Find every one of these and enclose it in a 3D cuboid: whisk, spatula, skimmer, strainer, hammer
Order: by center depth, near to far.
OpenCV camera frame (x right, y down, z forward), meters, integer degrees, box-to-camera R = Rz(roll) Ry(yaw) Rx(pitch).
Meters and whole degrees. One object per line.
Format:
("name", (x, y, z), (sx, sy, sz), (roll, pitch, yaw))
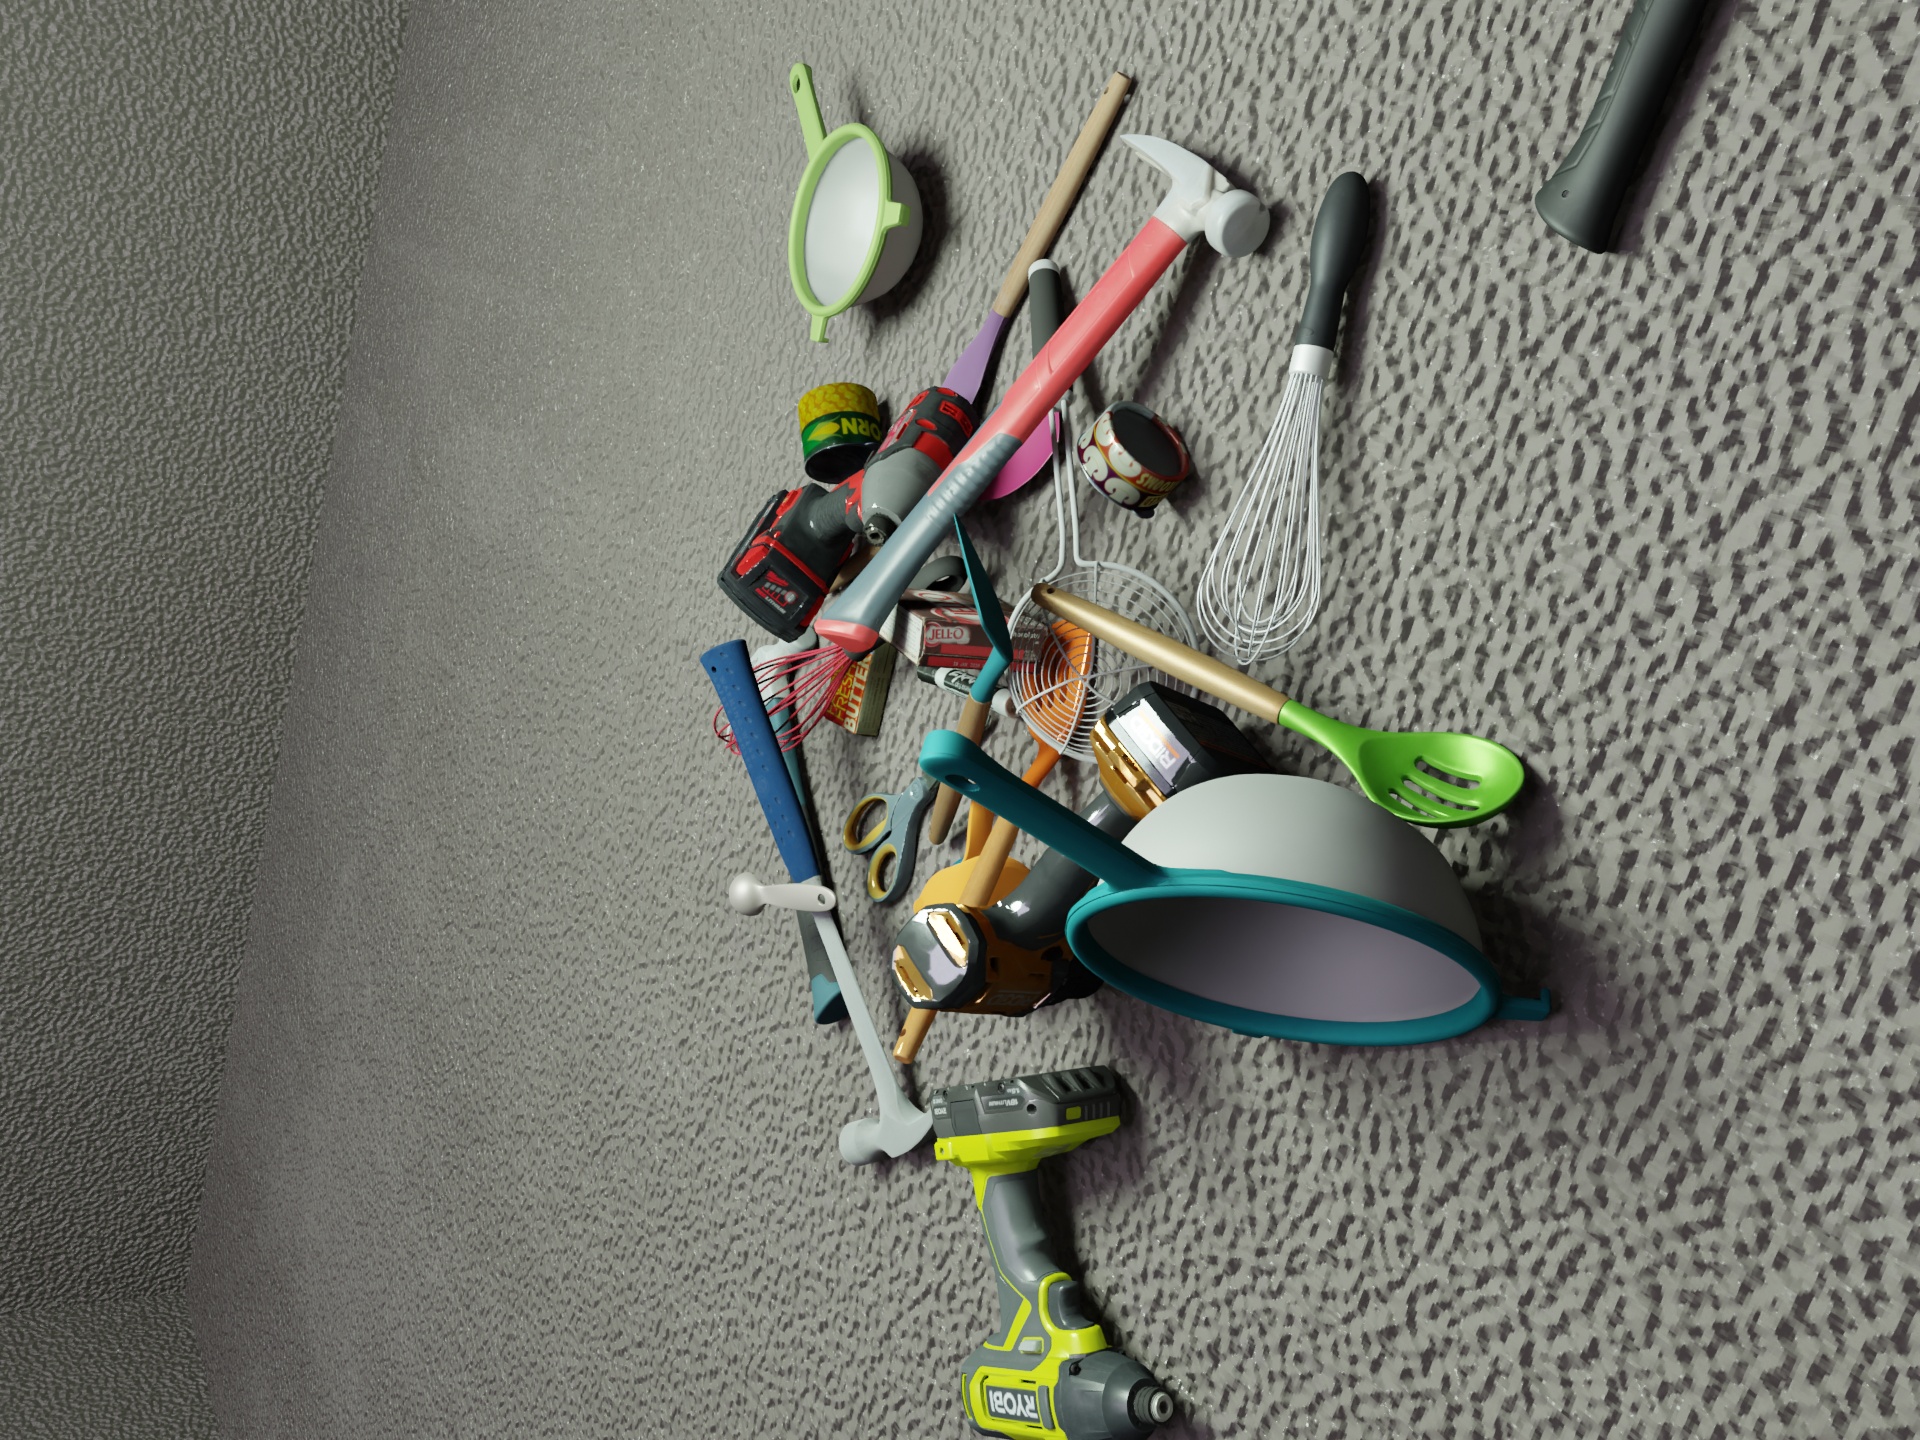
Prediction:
("hammer", (0.351, -0.380, 0.722), (0.146, 0.035, 0.334), (41, 118, 49))
("strainer", (0.118, 0.057, 0.766), (0.211, 0.340, 0.095), (-17, 50, 47))
("whisk", (0.191, -0.170, 0.898), (0.070, 0.070, 0.284), (14, 93, 54))
("spatula", (0.020, 0.071, 1.025), (0.081, 0.041, 0.323), (-18, 39, 52))
("hammer", (0.030, -0.205, 1.038), (0.386, 0.038, 0.143), (-49, 43, 13))
("spatula", (-0.002, -0.003, 1.042), (0.317, 0.044, 0.082), (106, 155, -53))
("skimmer", (0.080, -0.149, 1.057), (0.127, 0.090, 0.364), (-17, 57, 22))
("spatula", (0.041, -0.319, 1.153), (0.315, 0.018, 0.060), (-59, 33, 31))
("hammer", (-0.106, 0.128, 1.195), (0.144, 0.035, 0.406), (-31, 77, 46))
("whisk", (-0.095, -0.046, 1.228), (0.296, 0.073, 0.073), (-34, 59, 37))
("strainer", (-0.087, -0.440, 1.301), (0.151, 0.069, 0.257), (-45, 51, 44))
("hammer", (-0.135, 0.088, 1.326), (0.128, 0.033, 0.331), (-40, 55, 43))

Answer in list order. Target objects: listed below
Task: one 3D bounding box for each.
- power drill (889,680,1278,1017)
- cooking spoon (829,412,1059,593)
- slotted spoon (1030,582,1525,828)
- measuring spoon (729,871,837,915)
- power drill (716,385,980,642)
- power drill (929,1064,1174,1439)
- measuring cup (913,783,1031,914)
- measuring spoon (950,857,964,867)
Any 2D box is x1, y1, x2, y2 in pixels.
("power drill", (0.085, 0.091, 0.938), (0.226, 0.185, 0.084), (-47, 58, 17))
("cooking spoon", (-0.024, -0.159, 1.219), (0.319, 0.017, 0.069), (-27, 56, 49))
("slotted spoon", (0.158, -0.016, 0.868), (0.314, 0.070, 0.031), (29, 146, 35))
("measuring spoon", (-0.136, 0.133, 1.187), (0.124, 0.018, 0.034), (-4, 97, 46))
("power drill", (-0.082, -0.149, 1.183), (0.219, 0.078, 0.143), (-28, 28, 46))
("power drill", (0.057, 0.336, 0.998), (0.171, 0.080, 0.223), (-24, 70, 51))
("measuring cup", (0.025, 0.097, 1.081), (0.052, 0.095, 0.174), (-26, 46, 44))
("measuring spoon", (0.015, 0.150, 1.119), (0.042, 0.021, 0.129), (-56, 43, 34))
